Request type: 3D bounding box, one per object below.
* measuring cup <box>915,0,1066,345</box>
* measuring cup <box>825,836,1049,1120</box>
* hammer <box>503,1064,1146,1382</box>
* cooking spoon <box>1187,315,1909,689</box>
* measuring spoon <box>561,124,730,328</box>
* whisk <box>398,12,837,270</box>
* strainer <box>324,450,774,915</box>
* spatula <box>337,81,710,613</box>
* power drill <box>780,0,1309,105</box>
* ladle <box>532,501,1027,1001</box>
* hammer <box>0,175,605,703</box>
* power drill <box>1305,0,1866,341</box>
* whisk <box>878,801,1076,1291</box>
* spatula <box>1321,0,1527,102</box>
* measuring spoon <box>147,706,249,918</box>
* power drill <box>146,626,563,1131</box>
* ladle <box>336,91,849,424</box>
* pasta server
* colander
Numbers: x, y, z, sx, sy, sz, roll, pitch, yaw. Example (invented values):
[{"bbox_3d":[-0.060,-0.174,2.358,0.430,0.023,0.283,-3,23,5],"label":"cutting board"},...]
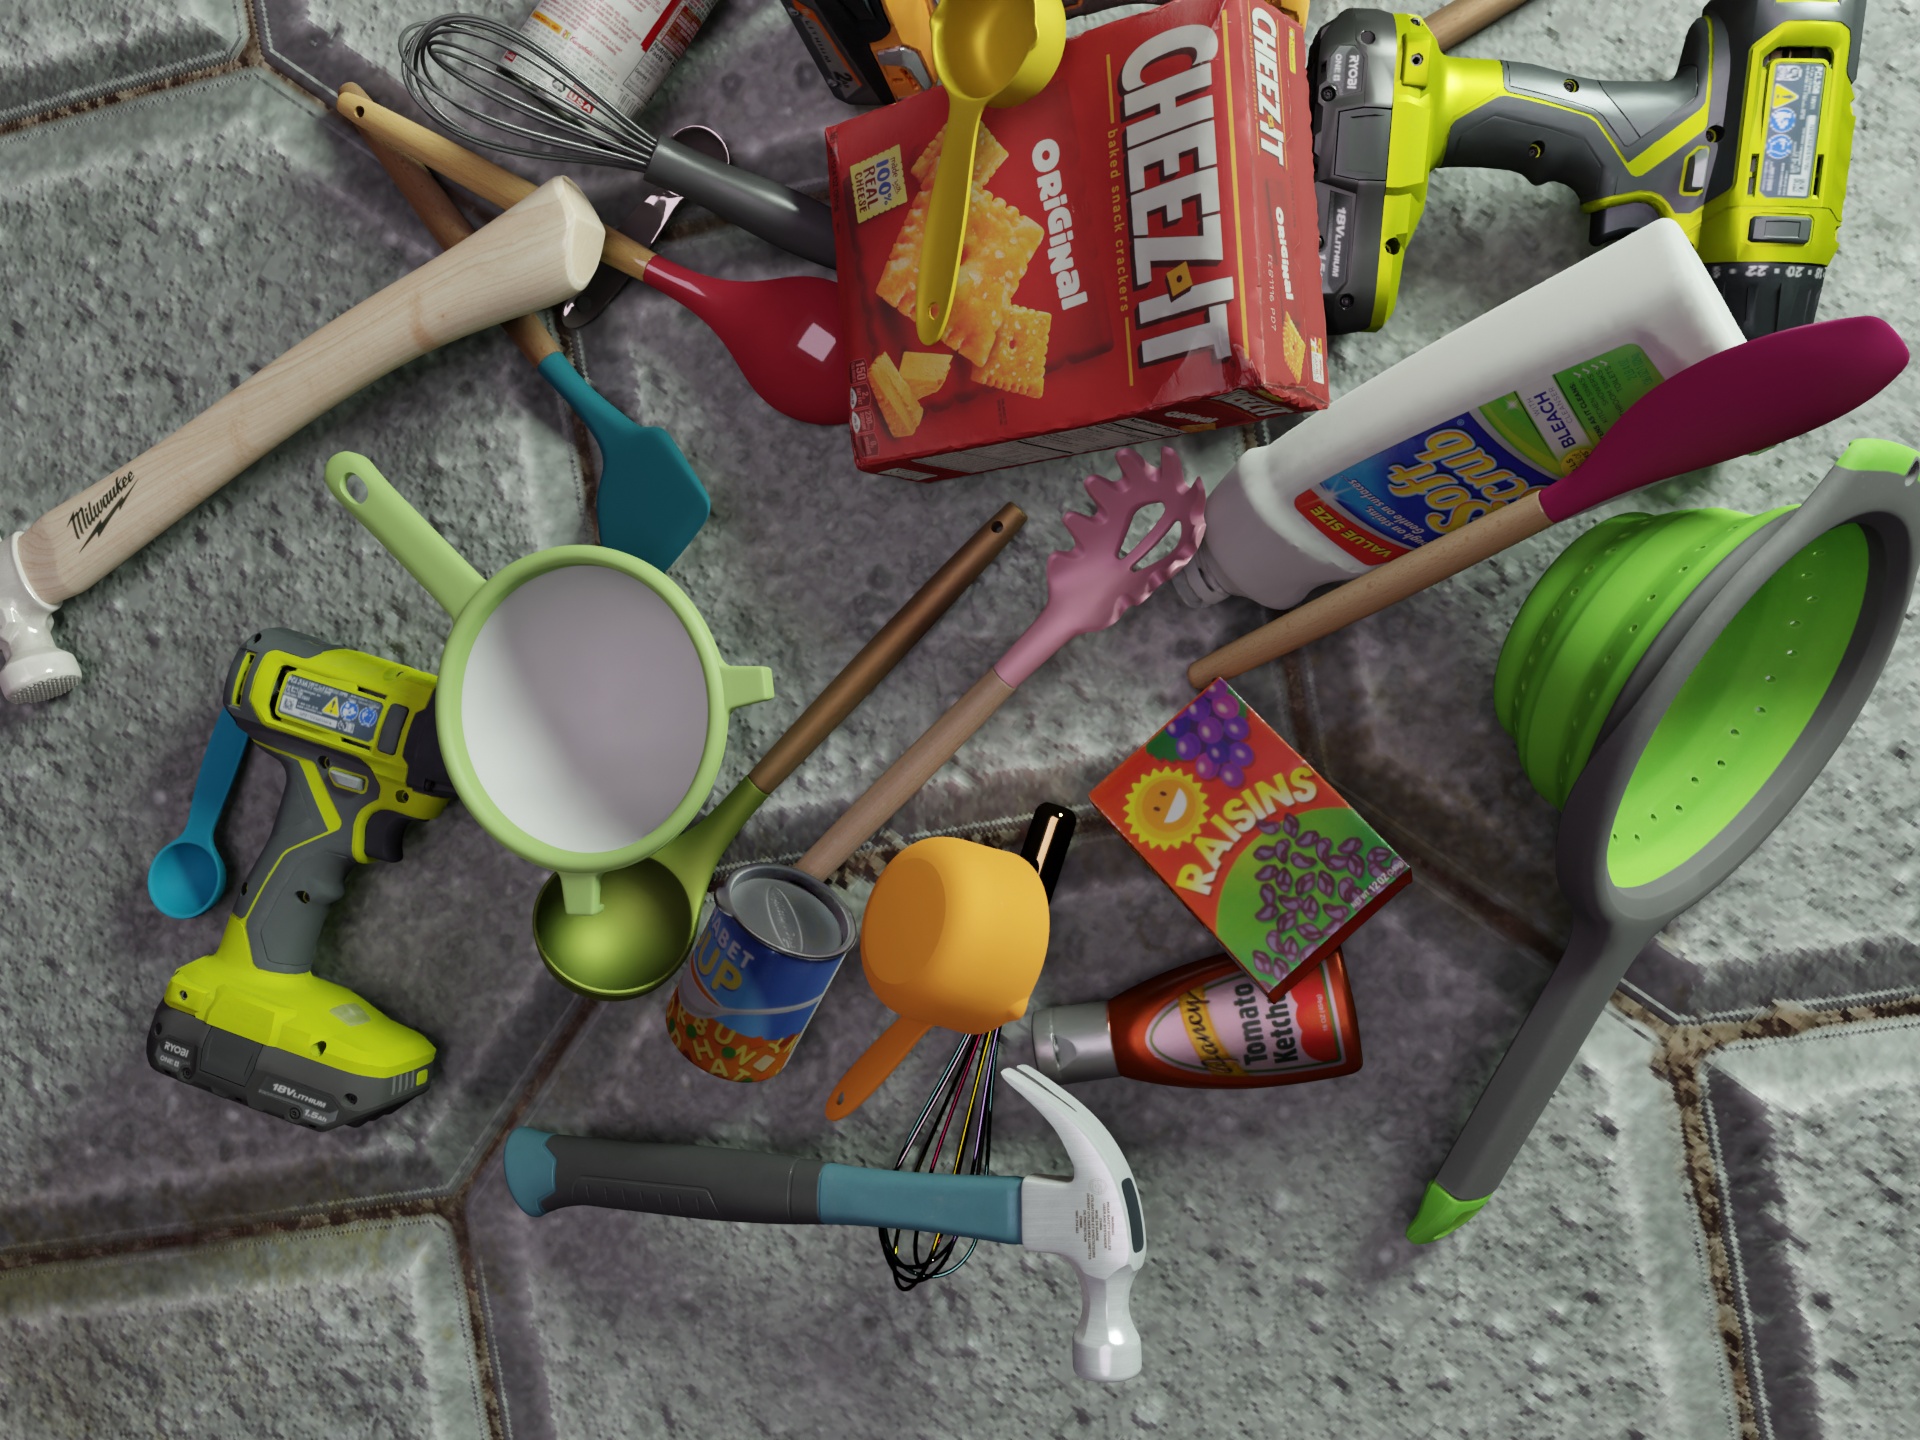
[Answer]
[{"bbox_3d":[0.008,-0.236,0.669,0.062,0.029,0.156,29,116,37],"label":"measuring cup"},{"bbox_3d":[-0.031,0.128,0.751,0.173,0.052,0.095,-51,40,20],"label":"measuring cup"},{"bbox_3d":[-0.075,0.223,0.748,0.331,0.033,0.128,-2,82,23],"label":"hammer"},{"bbox_3d":[0.220,-0.076,0.657,0.319,0.068,0.017,-27,52,40],"label":"cooking spoon"},{"bbox_3d":[-0.160,-0.246,0.803,0.034,0.018,0.124,44,104,-1],"label":"measuring spoon"},{"bbox_3d":[-0.142,-0.261,0.742,0.238,0.055,0.055,20,95,-18],"label":"whisk"},{"bbox_3d":[-0.204,-0.041,0.765,0.256,0.069,0.151,43,104,13],"label":"strainer"},{"bbox_3d":[-0.227,-0.201,0.798,0.082,0.044,0.317,-41,82,29],"label":"spatula"},{"bbox_3d":[0.036,-0.341,0.681,0.226,0.185,0.084,1,82,13],"label":"power drill"},{"bbox_3d":[-0.084,0.012,0.772,0.078,0.062,0.320,45,95,12],"label":"ladle"},{"bbox_3d":[-0.359,-0.162,0.804,0.410,0.038,0.146,-27,85,15],"label":"hammer"},{"bbox_3d":[0.264,-0.220,0.694,0.228,0.080,0.190,3,102,6],"label":"power drill"},{"bbox_3d":[0.011,0.158,0.765,0.051,0.047,0.245,19,91,10],"label":"whisk"},{"bbox_3d":[0.166,-0.289,0.741,0.316,0.018,0.060,-28,90,10],"label":"spatula"},{"bbox_3d":[-0.395,0.043,0.849,0.042,0.021,0.128,15,84,11],"label":"measuring spoon"},{"bbox_3d":[-0.305,0.081,0.802,0.171,0.080,0.223,17,91,9],"label":"power drill"},{"bbox_3d":[-0.174,-0.236,0.786,0.315,0.031,0.069,29,104,5],"label":"ladle"},{"bbox_3d":[-0.001,-0.002,0.749,0.316,0.040,0.060,-45,69,15],"label":"pasta server"},{"bbox_3d":[0.265,0.051,0.692,0.095,0.204,0.397,40,117,40],"label":"colander"}]
